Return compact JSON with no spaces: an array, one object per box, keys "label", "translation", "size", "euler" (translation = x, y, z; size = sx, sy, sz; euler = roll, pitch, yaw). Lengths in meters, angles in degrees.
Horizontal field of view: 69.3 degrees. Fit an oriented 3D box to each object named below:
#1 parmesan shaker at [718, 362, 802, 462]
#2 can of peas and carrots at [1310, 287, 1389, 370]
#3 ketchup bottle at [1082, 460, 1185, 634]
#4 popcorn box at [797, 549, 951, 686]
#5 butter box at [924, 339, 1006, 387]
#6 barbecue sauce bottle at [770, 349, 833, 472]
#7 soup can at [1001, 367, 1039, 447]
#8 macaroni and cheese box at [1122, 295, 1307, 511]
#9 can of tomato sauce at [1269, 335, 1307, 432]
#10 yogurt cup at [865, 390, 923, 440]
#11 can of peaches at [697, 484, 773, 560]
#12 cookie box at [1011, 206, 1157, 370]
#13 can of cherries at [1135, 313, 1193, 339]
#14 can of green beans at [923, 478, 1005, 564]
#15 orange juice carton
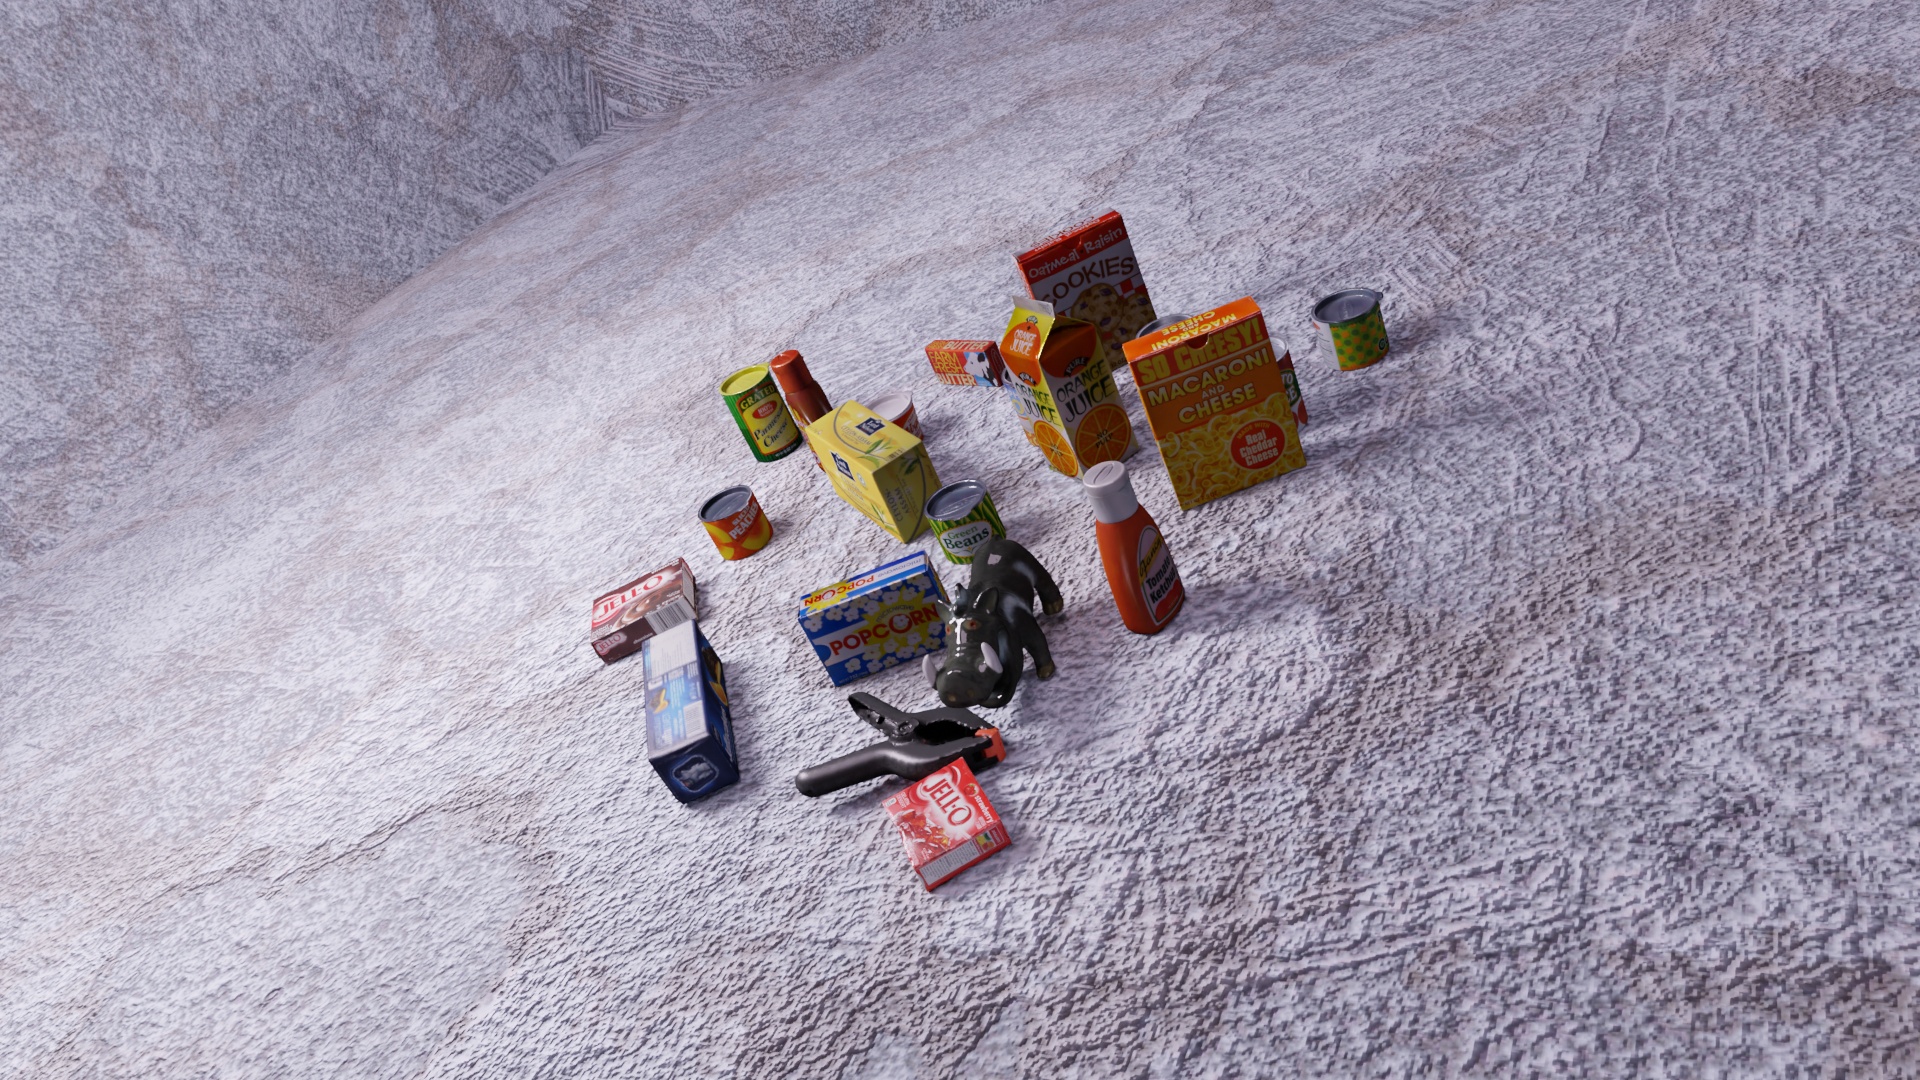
[{"label":"parmesan shaker","translation":[-0.241,-0.156,1.701],"size":[0.071,0.102,0.072],"euler":[-18,31,12]},{"label":"can of peas and carrots","translation":[0.391,-0.211,1.383],"size":[0.071,0.058,0.071],"euler":[-18,31,12]},{"label":"ketchup bottle","translation":[0.140,0.004,1.145],"size":[0.043,0.148,0.065],"euler":[6,43,41]},{"label":"popcorn box","translation":[-0.072,0.071,1.254],"size":[0.126,0.085,0.038],"euler":[-21,31,7]},{"label":"butter box","translation":[0.007,-0.212,1.661],"size":[0.103,0.053,0.024],"euler":[9,45,43]},{"label":"barbecue sauce bottle","translation":[-0.170,-0.148,1.595],"size":[0.044,0.148,0.065],"euler":[-35,32,-16]},{"label":"soup can","translation":[0.087,-0.149,1.478],"size":[0.071,0.083,0.072],"euler":[-18,31,12]},{"label":"macaroni and cheese box","translation":[0.231,-0.121,1.254],"size":[0.124,0.165,0.040],"euler":[-21,31,7]},{"label":"can of tomato sauce","translation":[0.291,-0.142,1.326],"size":[0.071,0.082,0.071],"euler":[-18,31,12]},{"label":"yogurt cup","translation":[-0.077,-0.130,1.595],"size":[0.072,0.053,0.073],"euler":[-18,31,12]},{"label":"can of peaches","translation":[-0.248,-0.019,1.541],"size":[0.071,0.057,0.071],"euler":[-18,31,12]},{"label":"cookie box","translation":[0.143,-0.266,1.535],"size":[0.123,0.166,0.040],"euler":[-27,31,-3]},{"label":"can of cherries","translation":[0.226,-0.199,1.481],"size":[0.071,0.058,0.072],"euler":[-18,31,12]},{"label":"can of green beans","translation":[0.005,-0.018,1.362],"size":[0.071,0.057,0.071],"euler":[-18,31,12]},{"label":"orange juice carton","translation":[0.102,-0.156,1.372],"size":[0.073,0.192,0.072],"euler":[-36,32,-17]}]
